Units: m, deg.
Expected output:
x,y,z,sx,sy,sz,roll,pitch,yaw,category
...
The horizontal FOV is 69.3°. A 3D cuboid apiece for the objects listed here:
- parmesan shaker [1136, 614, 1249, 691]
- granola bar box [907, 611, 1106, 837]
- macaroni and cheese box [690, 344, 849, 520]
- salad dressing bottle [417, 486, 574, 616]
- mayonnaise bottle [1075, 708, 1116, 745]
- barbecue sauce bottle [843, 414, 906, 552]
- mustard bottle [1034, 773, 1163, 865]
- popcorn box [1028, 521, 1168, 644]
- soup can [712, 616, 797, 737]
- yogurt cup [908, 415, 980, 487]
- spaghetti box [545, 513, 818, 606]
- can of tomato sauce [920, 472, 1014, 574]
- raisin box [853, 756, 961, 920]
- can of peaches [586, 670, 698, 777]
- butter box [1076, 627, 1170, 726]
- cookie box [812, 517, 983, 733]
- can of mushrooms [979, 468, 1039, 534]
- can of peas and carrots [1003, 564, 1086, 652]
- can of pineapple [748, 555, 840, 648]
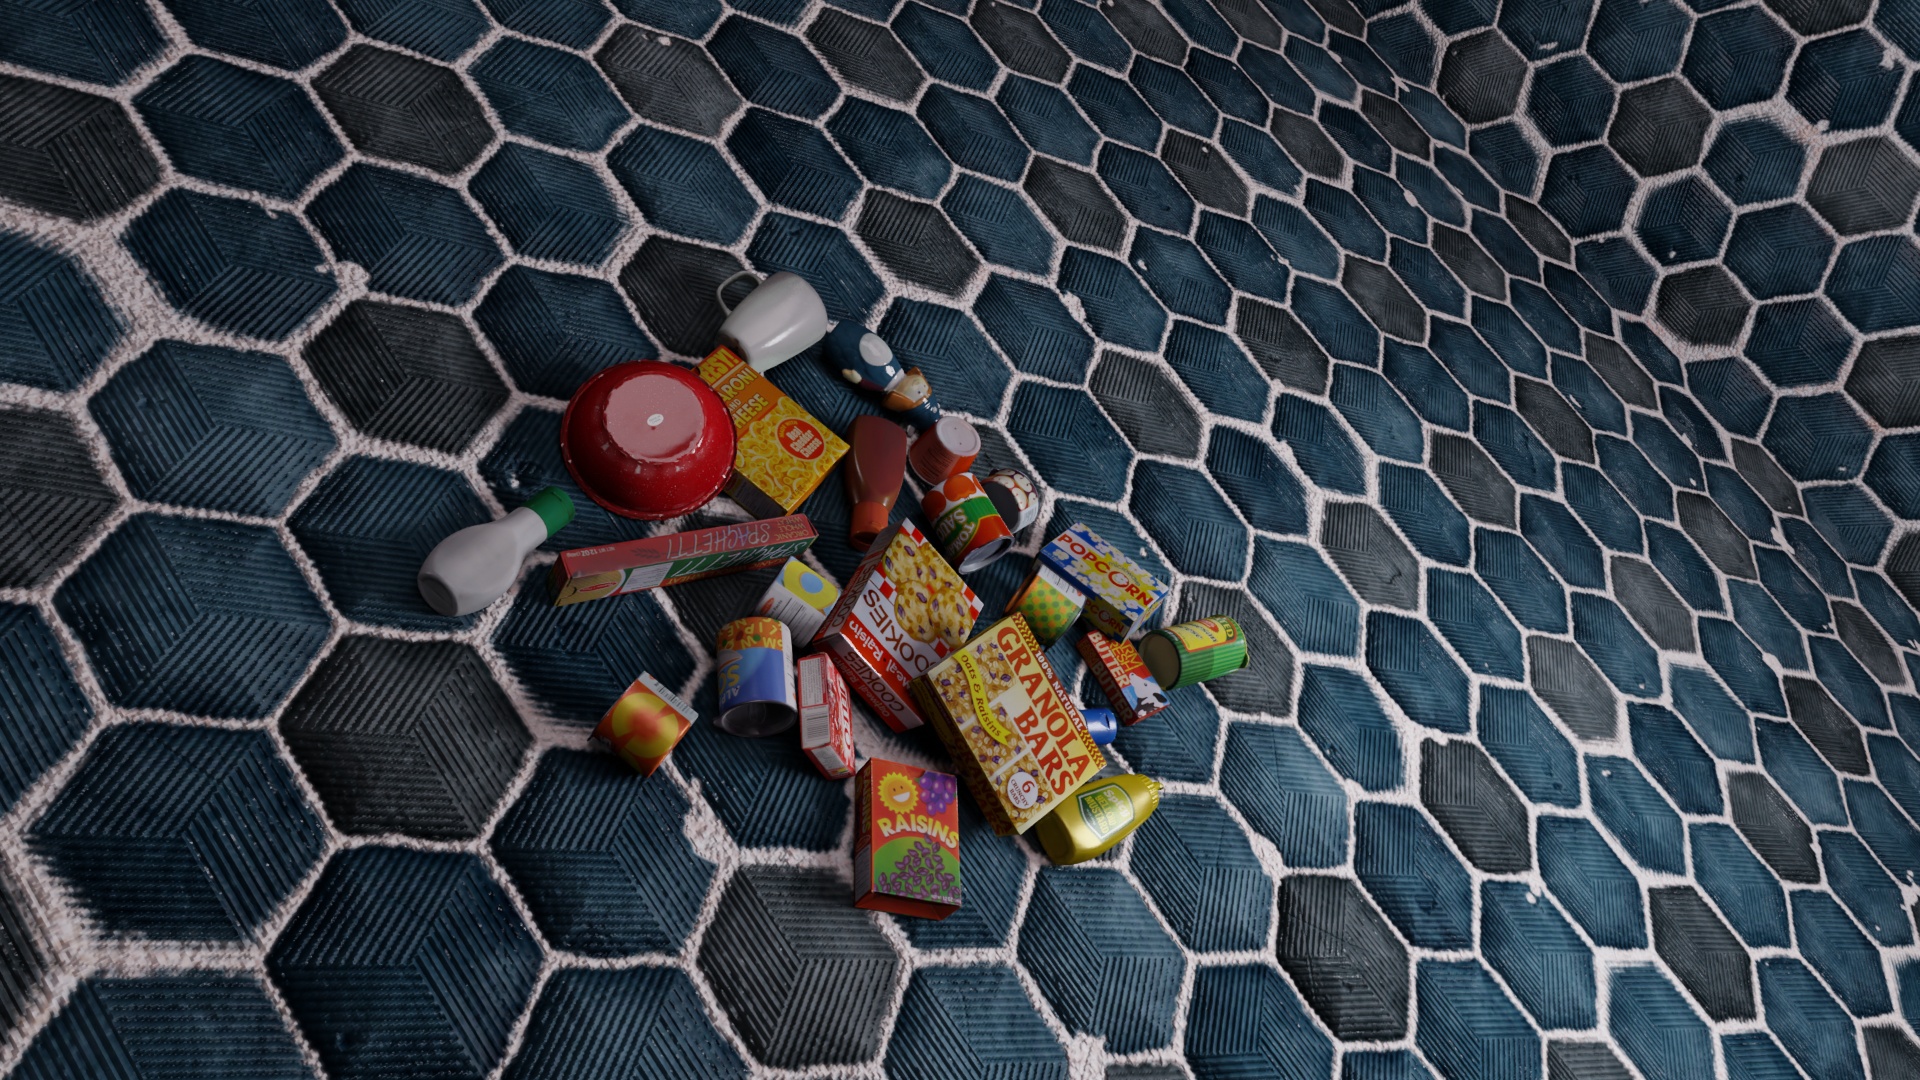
x,y,z,sx,sy,sz,roll,pitch,yaw,category
0.247,0.120,1.475,0.103,0.071,0.071,-9,63,-39,parmesan shaker
0.044,0.166,1.263,0.125,0.039,0.165,-31,92,-36,granola bar box
-0.209,-0.104,1.362,0.166,0.040,0.124,39,44,-2,macaroni and cheese box
-0.383,0.005,1.158,0.064,0.043,0.148,40,43,2,salad dressing bottle
0.082,0.182,1.335,0.148,0.041,0.065,1,62,-33,mayonnaise bottle
-0.089,-0.057,1.406,0.065,0.043,0.149,20,48,-22,barbecue sauce bottle
0.142,0.254,1.315,0.161,0.048,0.065,-17,72,-41,mustard bottle
0.146,0.043,1.469,0.127,0.038,0.085,38,39,15,popcorn box
-0.179,0.117,1.193,0.071,0.071,0.084,10,51,-28,soup can
-0.015,-0.096,1.478,0.072,0.053,0.073,18,49,-21,yogurt cup
-0.244,0.015,1.240,0.251,0.050,0.029,-11,65,-39,spaghetti box
0.005,-0.018,1.422,0.071,0.070,0.083,-15,66,-41,can of tomato sauce
-0.046,0.256,1.193,0.086,0.040,0.124,16,49,-23,raisin box
-0.255,0.150,1.117,0.058,0.071,0.071,39,44,-3,can of peaches
0.168,0.138,1.440,0.053,0.024,0.103,-16,68,-42,butter box
-0.056,0.078,1.301,0.122,0.040,0.168,49,41,-20,cookie box
0.046,-0.042,1.469,0.071,0.070,0.033,50,46,9,can of mushrooms
0.084,0.069,1.411,0.059,0.070,0.071,37,44,-3,can of peas and carrots
-0.149,0.055,1.261,0.058,0.070,0.071,35,44,-7,can of pineapple
